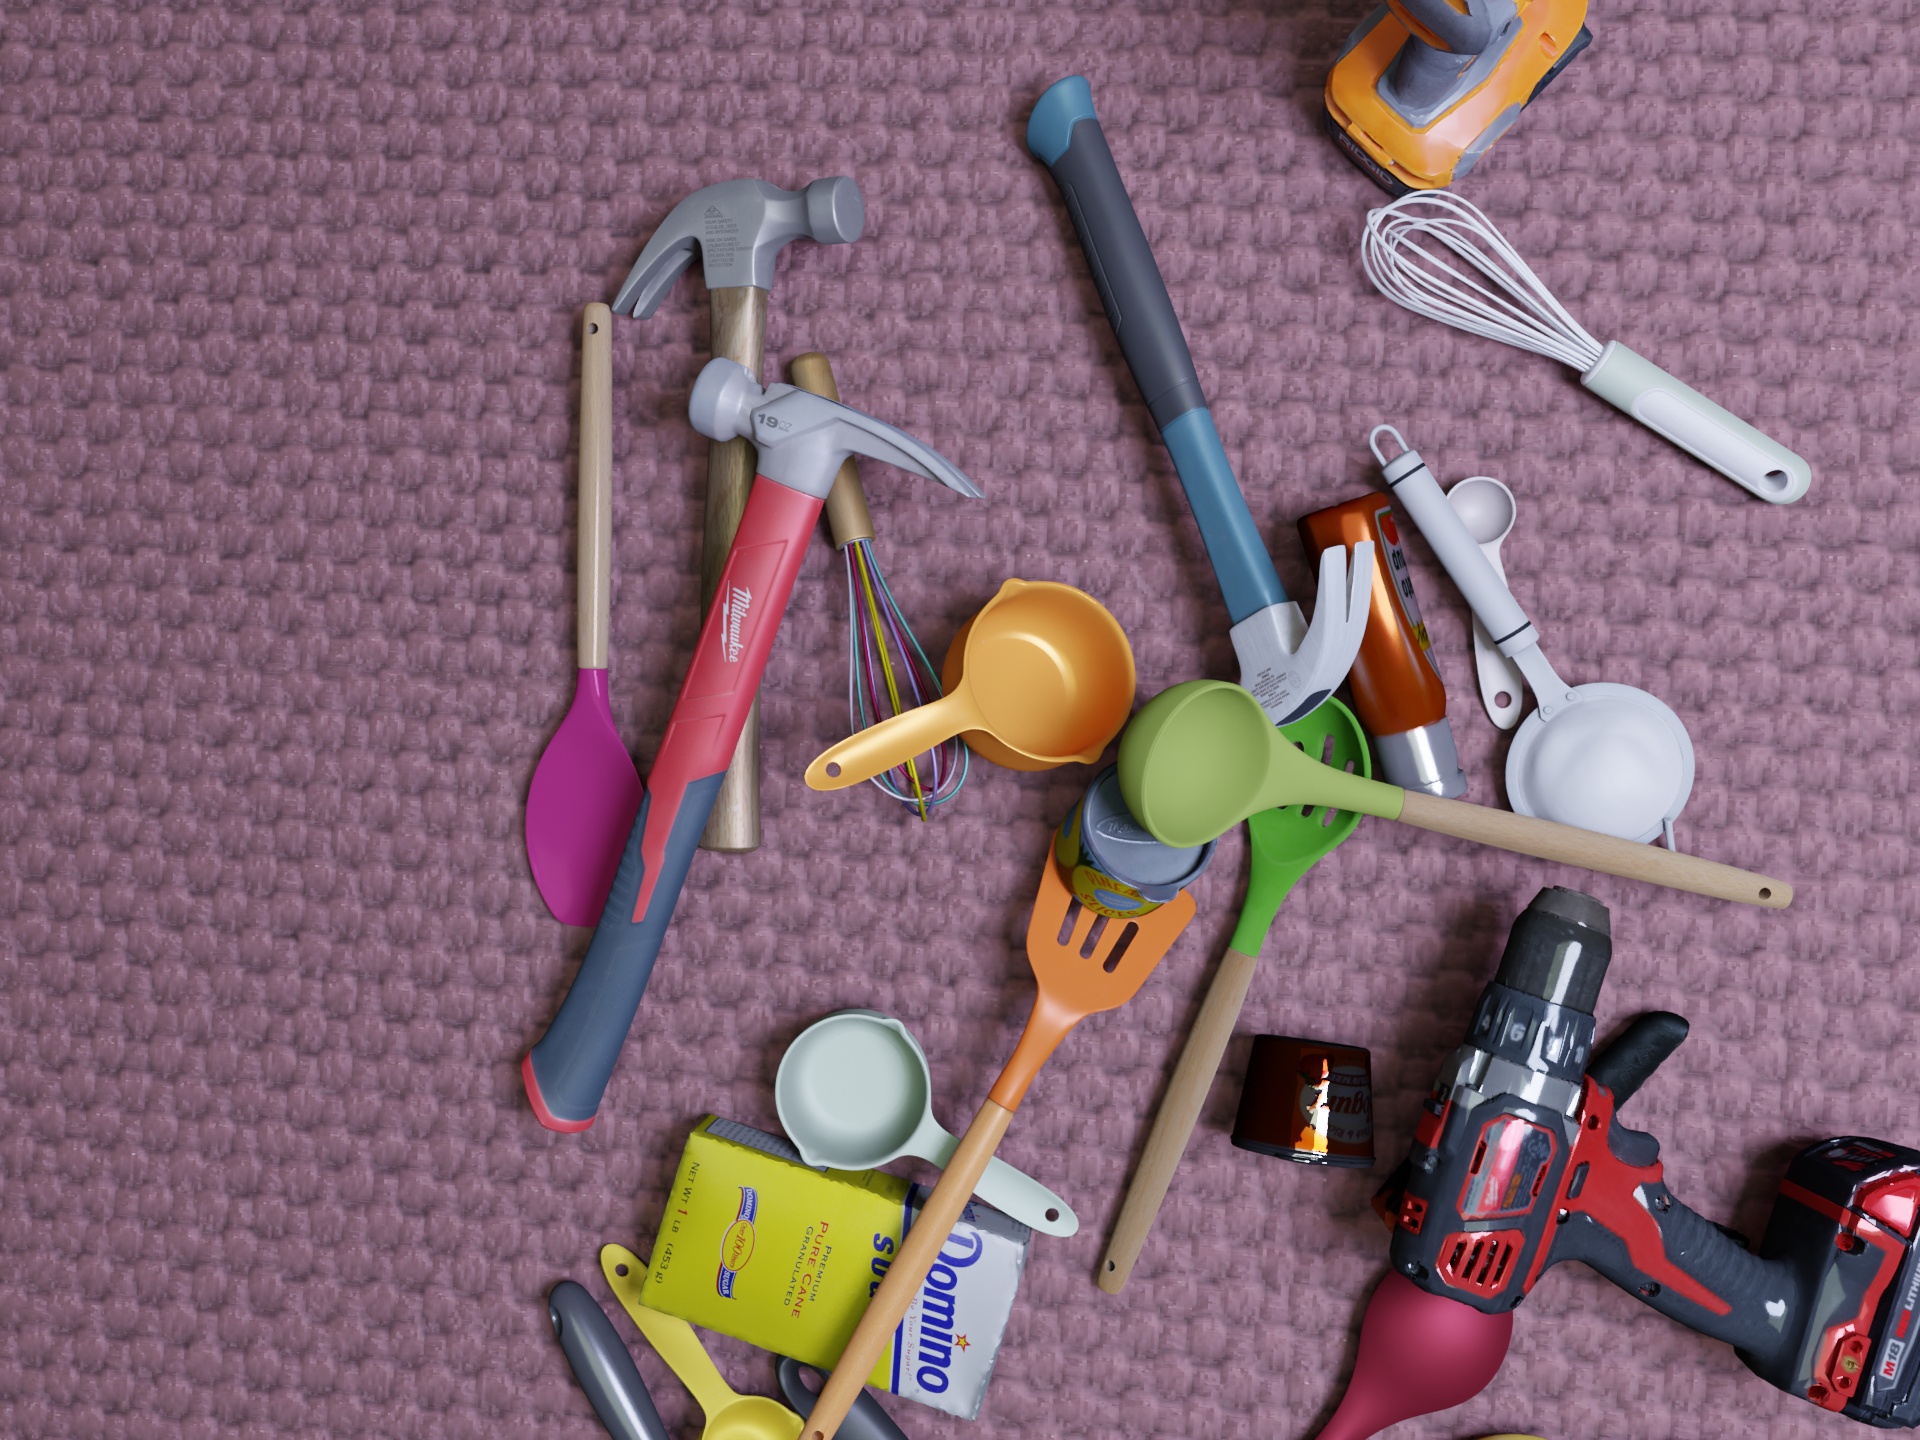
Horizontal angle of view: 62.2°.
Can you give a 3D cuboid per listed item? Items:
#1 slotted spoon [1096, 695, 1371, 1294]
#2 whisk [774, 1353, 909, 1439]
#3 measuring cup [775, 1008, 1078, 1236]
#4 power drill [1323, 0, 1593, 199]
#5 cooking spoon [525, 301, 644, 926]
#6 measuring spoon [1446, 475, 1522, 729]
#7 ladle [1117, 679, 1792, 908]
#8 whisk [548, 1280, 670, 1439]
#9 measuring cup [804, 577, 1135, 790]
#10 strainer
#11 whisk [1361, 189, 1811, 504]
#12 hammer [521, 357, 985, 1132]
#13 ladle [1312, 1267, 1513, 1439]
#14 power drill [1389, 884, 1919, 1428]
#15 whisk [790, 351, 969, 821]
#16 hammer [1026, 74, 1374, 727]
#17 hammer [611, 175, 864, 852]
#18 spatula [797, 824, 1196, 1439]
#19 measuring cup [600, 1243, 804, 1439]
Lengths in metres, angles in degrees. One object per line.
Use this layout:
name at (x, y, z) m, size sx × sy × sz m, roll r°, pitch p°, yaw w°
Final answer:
slotted spoon at (0.127, 0.136, 0.778) m, size 0.070 × 0.031 × 0.314 m, roll 24°, pitch 96°, yaw 40°
whisk at (0.018, 0.410, 0.762) m, size 0.296 × 0.073 × 0.073 m, roll 40°, pitch 93°, yaw 17°
measuring cup at (-0.014, 0.205, 0.792) m, size 0.167 × 0.038 × 0.083 m, roll 32°, pitch 90°, yaw -1°
power drill at (0.238, -0.326, 0.675) m, size 0.084 × 0.226 × 0.164 m, roll 45°, pitch 94°, yaw 5°
cooking spoon at (-0.188, -0.053, 0.815) m, size 0.069 × 0.017 × 0.319 m, roll 2°, pitch 93°, yaw 11°
measuring spoon at (0.258, -0.057, 0.778) m, size 0.034 × 0.018 × 0.124 m, roll -8°, pitch 95°, yaw 10°
ladle at (0.226, 0.047, 0.715) m, size 0.320 × 0.062 × 0.078 m, roll 13°, pitch 102°, yaw -3°
whisk at (-0.144, 0.389, 0.799) m, size 0.055 × 0.055 × 0.239 m, roll -32°, pitch 81°, yaw 5°
measuring cup at (-0.001, -0.002, 0.754) m, size 0.173 × 0.052 × 0.095 m, roll -24°, pitch 88°, yaw -20°
strainer at (0.267, -0.031, 0.752) m, size 0.087 × 0.050 × 0.258 m, roll -33°, pitch 87°, yaw 11°
whisk at (0.298, -0.175, 0.759) m, size 0.246 × 0.059 × 0.057 m, roll 33°, pitch 131°, yaw 2°
hammer at (-0.119, 0.033, 0.769) m, size 0.143 × 0.038 × 0.386 m, roll 24°, pitch 101°, yaw 11°
ladle at (0.151, 0.380, 0.774) m, size 0.069 × 0.031 × 0.315 m, roll 43°, pitch 95°, yaw 5°
power drill at (0.320, 0.192, 0.704) m, size 0.226 × 0.080 × 0.188 m, roll 19°, pitch 87°, yaw 1°
whisk at (-0.046, -0.069, 0.793) m, size 0.051 × 0.047 × 0.245 m, roll -18°, pitch 83°, yaw 24°
hammer at (0.101, -0.155, 0.763) m, size 0.033 × 0.128 × 0.331 m, roll -13°, pitch 78°, yaw -37°
hammer at (-0.116, -0.099, 0.796) m, size 0.130 × 0.031 × 0.331 m, roll 4°, pitch 94°, yaw 26°
spatula at (0.007, 0.204, 0.761) m, size 0.081 × 0.041 × 0.322 m, roll 30°, pitch 84°, yaw 0°
measuring cup at (-0.137, 0.333, 0.803) m, size 0.157 × 0.062 × 0.029 m, roll 48°, pitch 135°, yaw 18°
